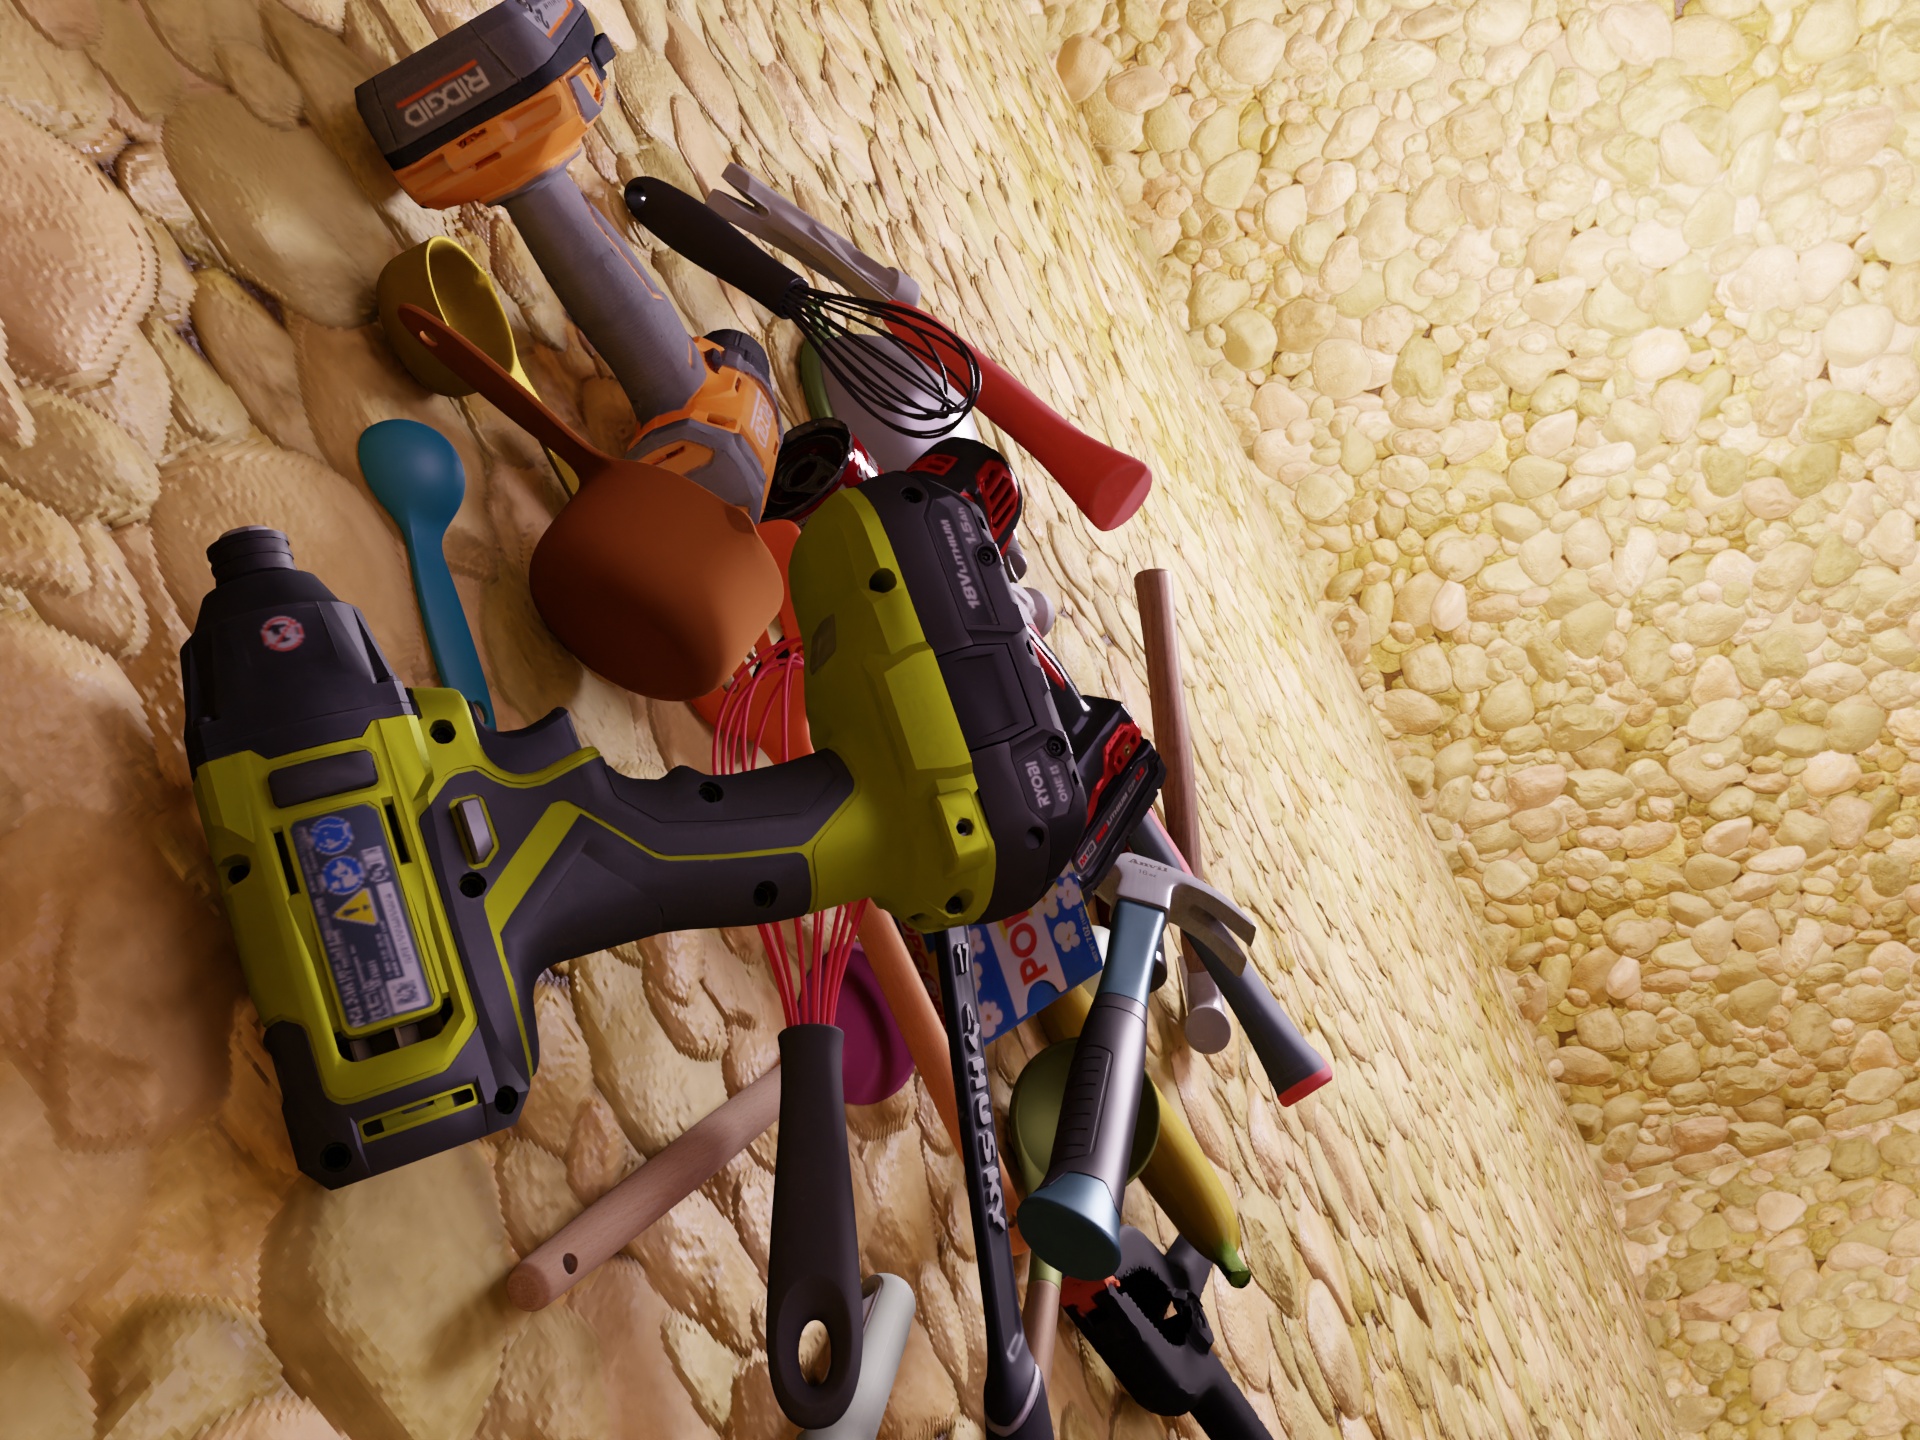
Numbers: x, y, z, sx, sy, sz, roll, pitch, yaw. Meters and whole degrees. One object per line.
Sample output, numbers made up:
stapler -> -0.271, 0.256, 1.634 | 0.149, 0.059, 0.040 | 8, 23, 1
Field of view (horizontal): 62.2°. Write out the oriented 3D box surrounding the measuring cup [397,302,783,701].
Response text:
measuring cup -> -0.144, -0.073, 0.574 | 0.173, 0.095, 0.052 | 42, 58, -25

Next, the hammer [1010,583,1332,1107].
hammer -> 0.106, 0.064, 0.990 | 0.387, 0.038, 0.143 | 59, 18, 18

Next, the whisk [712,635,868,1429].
whisk -> -0.055, 0.095, 0.574 | 0.073, 0.073, 0.296 | 40, 38, -50

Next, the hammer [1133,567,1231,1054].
hammer -> 0.153, 0.059, 1.105 | 0.130, 0.031, 0.331 | 36, 47, -80

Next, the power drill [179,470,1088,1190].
power drill -> -0.091, 0.010, 0.448 | 0.223, 0.080, 0.171 | -16, 81, -25

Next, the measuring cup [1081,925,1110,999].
measuring cup -> 0.069, 0.115, 0.942 | 0.083, 0.038, 0.168 | 18, 52, -64

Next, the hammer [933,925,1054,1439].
hammer -> 0.016, 0.219, 0.570 | 0.149, 0.036, 0.409 | 9, 73, -68

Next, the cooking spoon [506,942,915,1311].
cooking spoon -> -0.072, 0.141, 0.589 | 0.069, 0.017, 0.319 | 66, 19, 2

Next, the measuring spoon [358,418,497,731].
measuring spoon -> -0.173, -0.050, 0.545 | 0.042, 0.021, 0.129 | 15, 51, -65

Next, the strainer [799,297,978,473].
strainer -> -0.028, -0.149, 0.957 | 0.151, 0.069, 0.257 | 48, 25, -41

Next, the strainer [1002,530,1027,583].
strainer -> 0.021, -0.117, 0.992 | 0.258, 0.050, 0.086 | -98, 171, -74

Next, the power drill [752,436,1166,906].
power drill -> -0.001, -0.003, 0.793 | 0.188, 0.080, 0.226 | -53, 127, -31

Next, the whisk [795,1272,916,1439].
whisk -> -0.049, 0.247, 0.491 | 0.059, 0.058, 0.246 | 43, 17, -3

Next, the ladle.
ladle -> 0.039, 0.260, 0.682 | 0.078, 0.062, 0.320 | 32, 31, -9

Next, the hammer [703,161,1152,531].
hammer -> -0.014, -0.199, 0.844 | 0.149, 0.036, 0.359 | 22, 19, -40

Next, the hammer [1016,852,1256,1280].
hammer -> 0.074, 0.148, 0.771 | 0.331, 0.128, 0.033 | -61, 164, -66

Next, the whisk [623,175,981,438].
whisk -> -0.083, -0.212, 0.784 | 0.239, 0.055, 0.055 | 37, 11, 21

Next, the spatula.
spatula -> -0.041, 0.075, 0.668 | 0.322, 0.081, 0.041 | 65, -10, 4

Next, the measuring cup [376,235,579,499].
measuring cup -> -0.176, -0.113, 0.622 | 0.062, 0.029, 0.156 | -95, 165, -50

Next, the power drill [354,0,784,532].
power drill -> -0.149, -0.199, 0.699 | 0.226, 0.084, 0.185 | 60, 14, -28
